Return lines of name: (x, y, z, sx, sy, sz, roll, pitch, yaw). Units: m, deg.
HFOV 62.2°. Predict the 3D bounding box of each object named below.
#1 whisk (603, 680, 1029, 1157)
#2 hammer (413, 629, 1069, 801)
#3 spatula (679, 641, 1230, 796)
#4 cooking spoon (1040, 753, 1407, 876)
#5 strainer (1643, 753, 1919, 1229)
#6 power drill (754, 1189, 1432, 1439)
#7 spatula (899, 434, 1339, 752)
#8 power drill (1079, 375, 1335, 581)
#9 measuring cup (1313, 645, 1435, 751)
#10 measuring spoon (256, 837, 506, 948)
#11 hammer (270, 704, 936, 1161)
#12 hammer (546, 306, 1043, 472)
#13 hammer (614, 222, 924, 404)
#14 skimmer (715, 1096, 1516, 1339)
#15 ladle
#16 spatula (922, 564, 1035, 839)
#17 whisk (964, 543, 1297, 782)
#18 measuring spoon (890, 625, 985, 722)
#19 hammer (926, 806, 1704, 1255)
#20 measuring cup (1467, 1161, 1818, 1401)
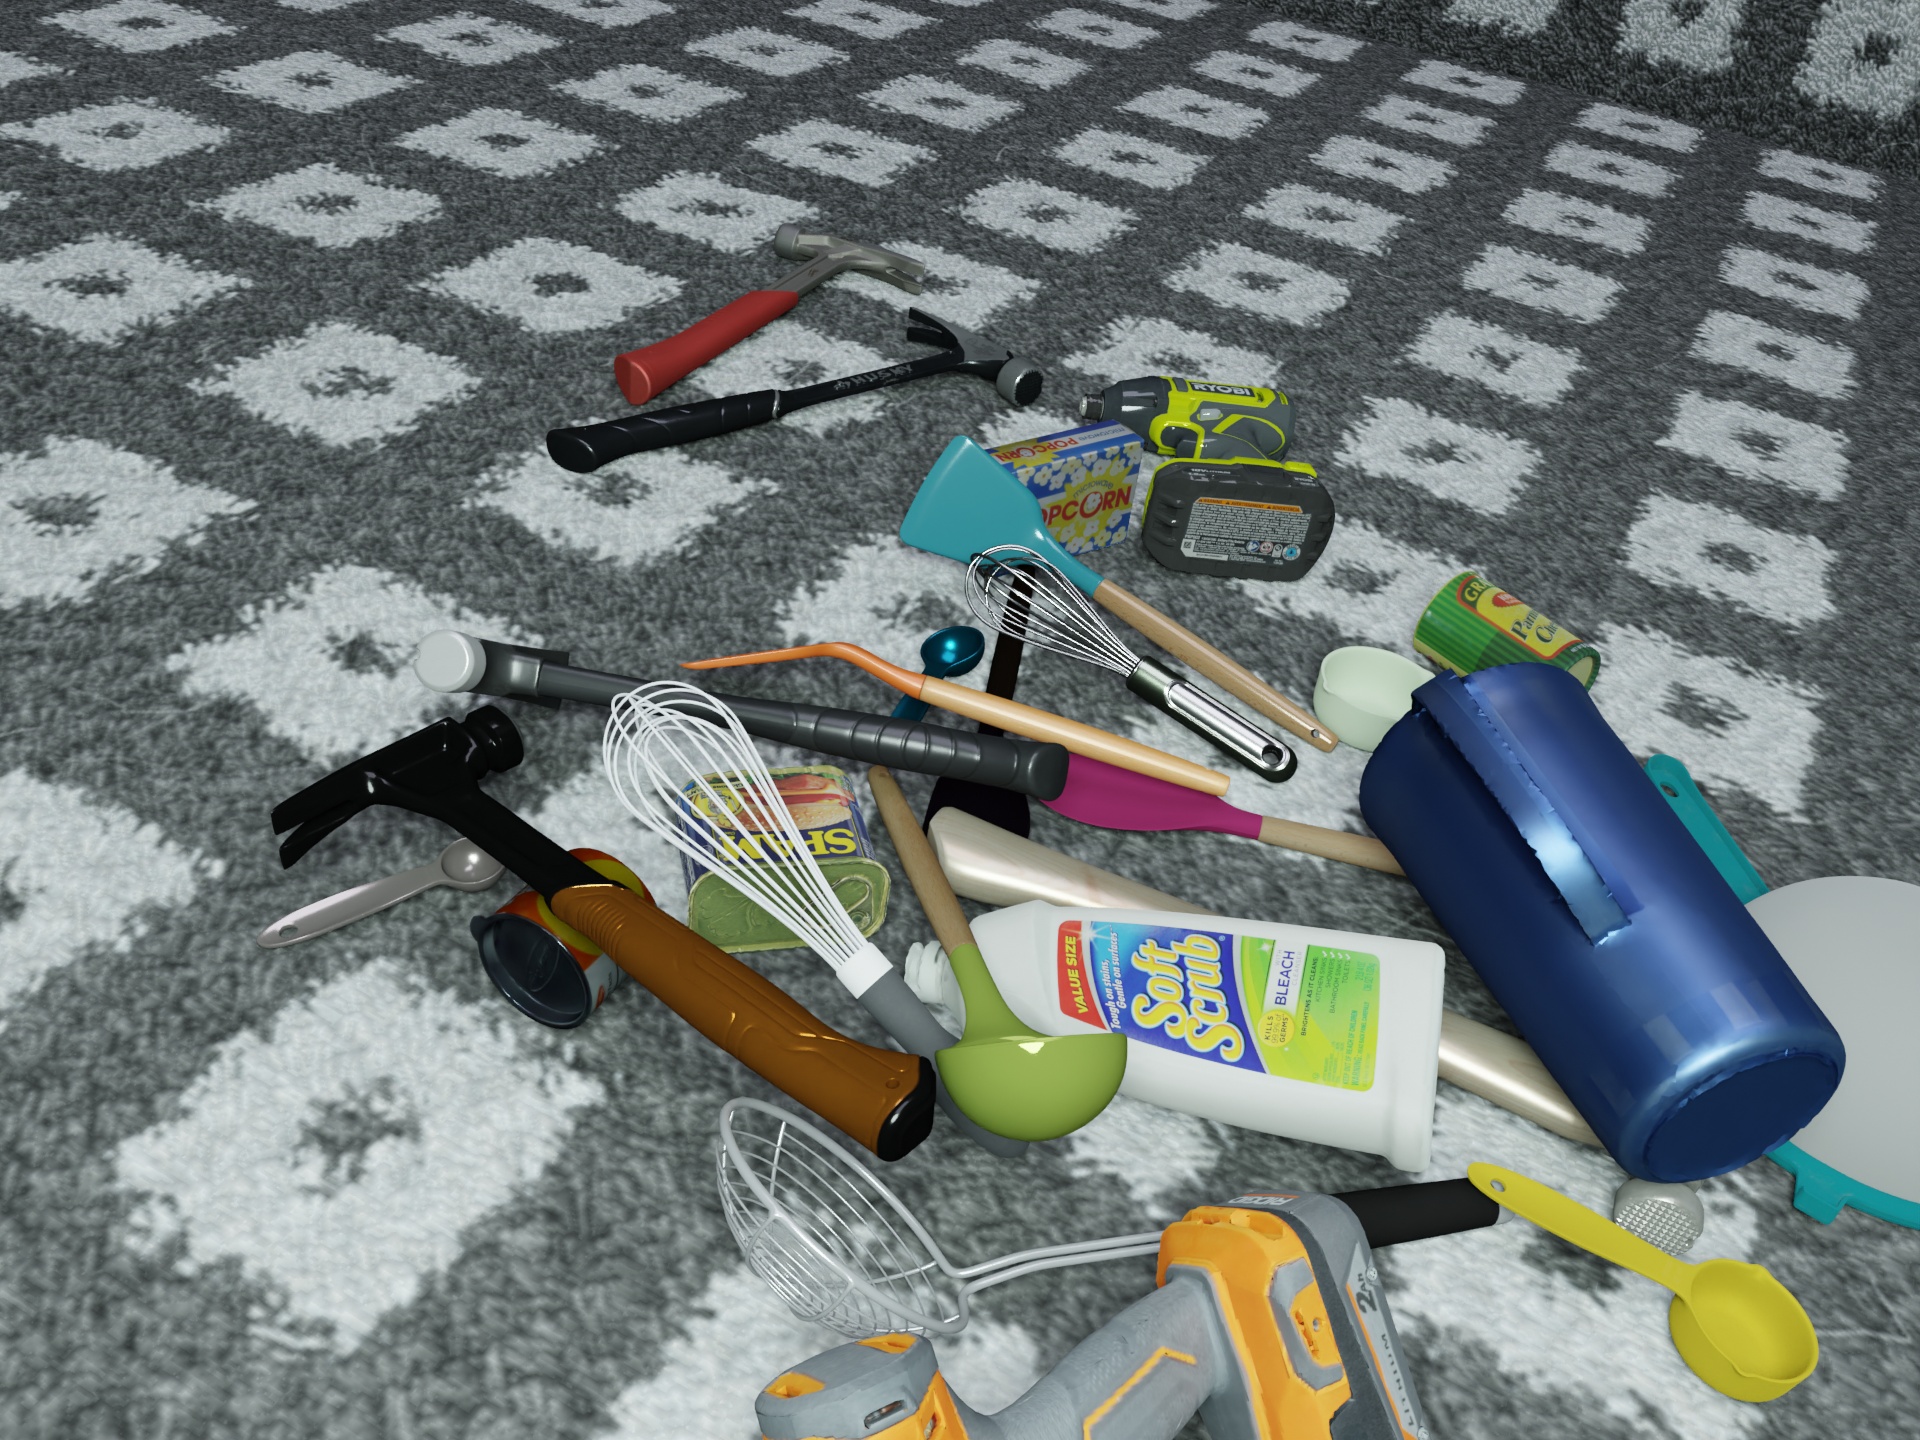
whisk: (-0.066, 0.092, 0.742, 0.284, 0.070, 0.070, 48, 46, 6)
hammer: (-0.107, -0.001, 0.857, 0.335, 0.035, 0.146, 10, -1, 4)
spatula: (-0.001, -0.003, 0.929, 0.322, 0.041, 0.081, 18, 6, 4)
cooking spoon: (0.199, 0.069, 0.922, 0.319, 0.017, 0.069, 12, 37, 5)
strainer: (0.475, 0.109, 0.867, 0.211, 0.095, 0.341, 0, 40, -11)
power drill: (0.054, 0.271, 0.554, 0.226, 0.084, 0.164, -13, 82, -29)
spatula: (0.108, -0.071, 1.035, 0.318, 0.082, 0.044, 35, 12, 16)
power drill: (0.187, -0.197, 1.218, 0.171, 0.080, 0.223, 4, 34, -8)
measuring cup: (0.280, 0.017, 0.991, 0.083, 0.038, 0.168, -7, 42, -20)
measuring spoon: (-0.287, 0.091, 0.796, 0.124, 0.018, 0.034, -21, 47, -24)
hammer: (-0.151, 0.092, 0.686, 0.337, 0.034, 0.127, 27, 40, 29)
hammer: (-0.133, -0.257, 1.256, 0.409, 0.036, 0.149, -21, 46, -33)
hammer: (-0.170, -0.348, 1.363, 0.149, 0.036, 0.359, 21, 39, 15)
skimmer: (0.078, 0.196, 0.673, 0.363, 0.090, 0.127, -1, 15, -16)
ladle: (-0.004, 0.086, 0.746, 0.078, 0.062, 0.320, -1, 25, -16)
spatula: (0.025, -0.008, 0.983, 0.060, 0.018, 0.316, 10, 39, 2)
whisk: (0.104, -0.036, 0.995, 0.246, 0.059, 0.058, 34, 79, 14)
measuring spoon: (-0.020, -0.013, 0.985, 0.042, 0.021, 0.129, 6, 43, 26)
hammer: (0.175, 0.127, 0.819, 0.411, 0.038, 0.146, 22, 38, 13)
measuring cup: (0.294, 0.244, 0.702, 0.156, 0.029, 0.062, 27, 41, 17)
